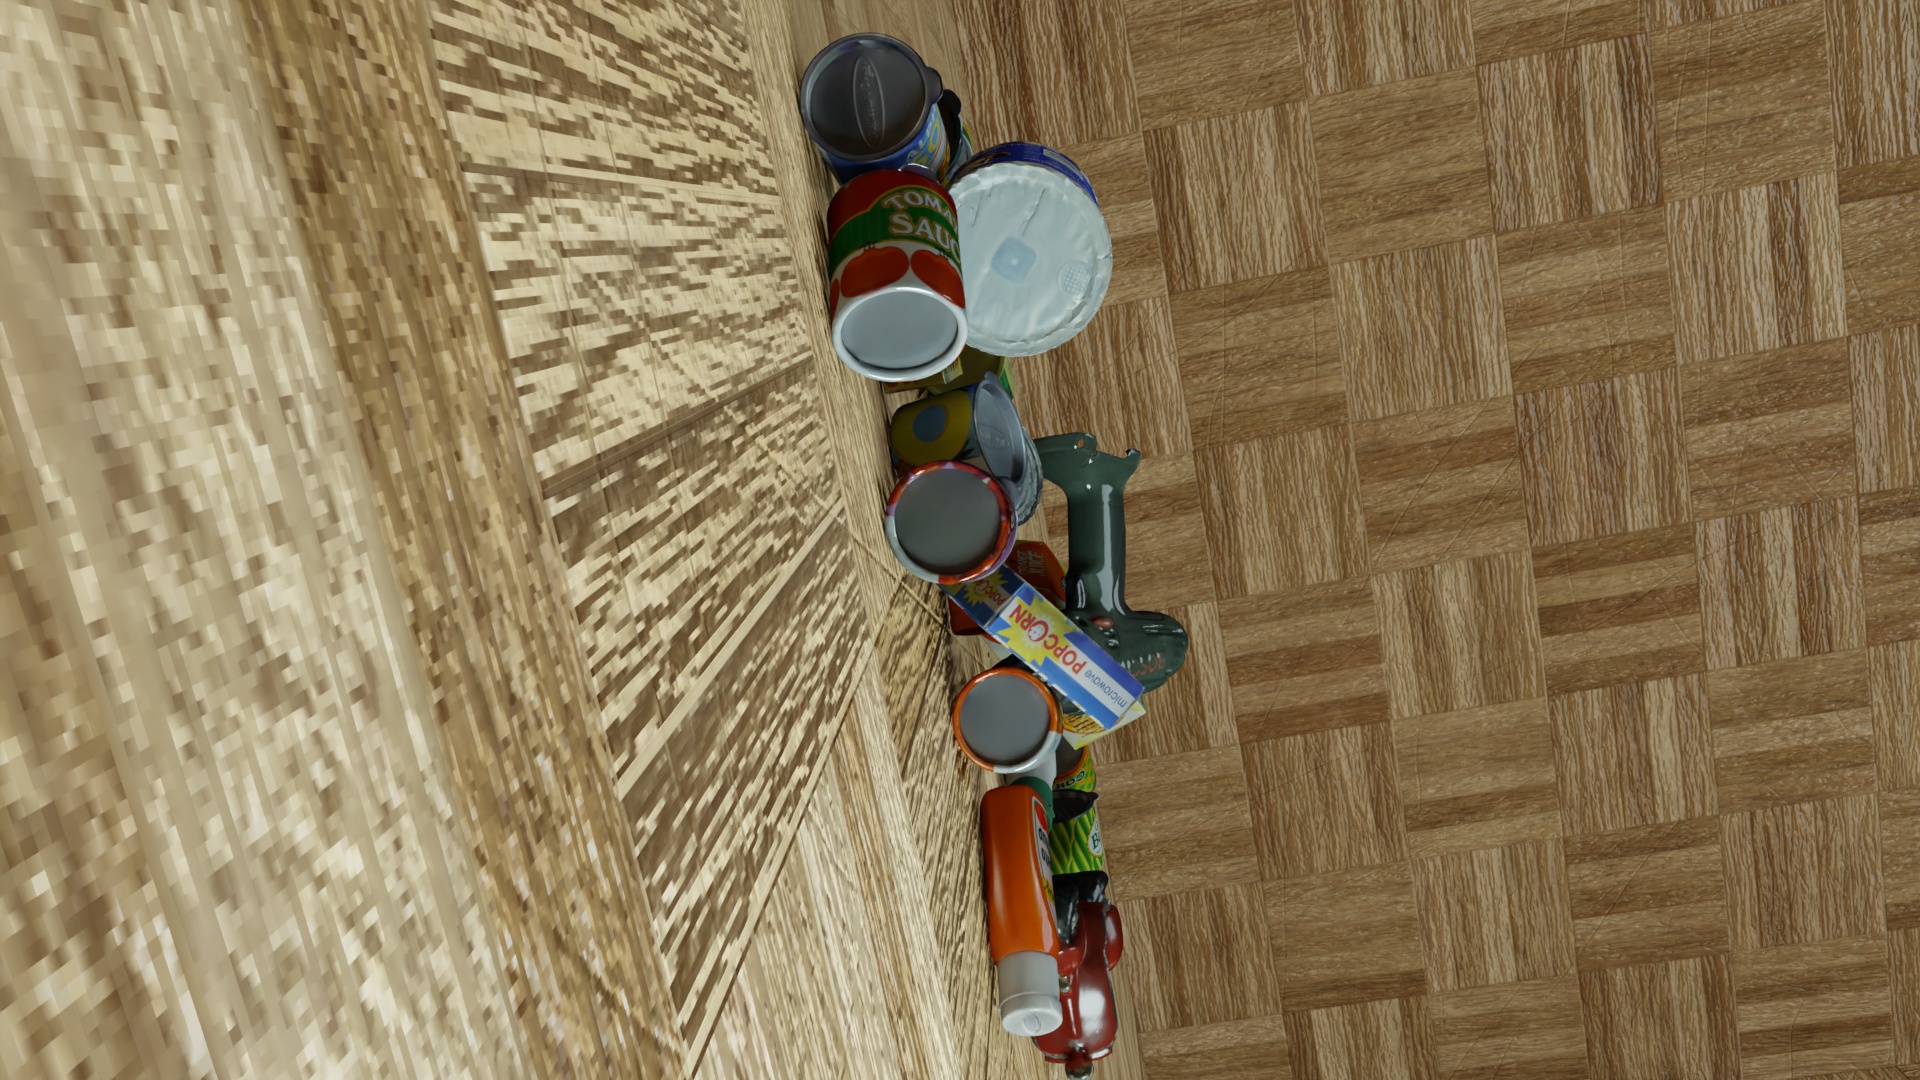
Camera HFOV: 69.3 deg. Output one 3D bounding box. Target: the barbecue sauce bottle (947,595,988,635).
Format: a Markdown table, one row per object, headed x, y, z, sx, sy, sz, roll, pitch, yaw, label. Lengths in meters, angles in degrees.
| x | y | z | sx | sy | sz | roll | pitch | yaw | label |
| --- | --- | --- | --- | --- | --- | --- | --- | --- | --- |
| 0.003 | -0.012 | 0.935 | 0.065 | 0.043 | 0.149 | 29 | 51 | -68 | barbecue sauce bottle |

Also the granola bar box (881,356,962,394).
| x | y | z | sx | sy | sz | roll | pitch | yaw | label |
| --- | --- | --- | --- | --- | --- | --- | --- | --- | --- |
| -0.037 | -0.176 | 0.842 | 0.124 | 0.039 | 0.165 | -63 | 142 | -79 | granola bar box |

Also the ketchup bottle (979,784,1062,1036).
| x | y | z | sx | sy | sz | roll | pitch | yaw | label |
| --- | --- | --- | --- | --- | --- | --- | --- | --- | --- |
| 0.038 | 0.230 | 0.866 | 0.064 | 0.043 | 0.149 | 75 | 8 | -46 | ketchup bottle |

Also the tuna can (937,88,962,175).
| x | y | z | sx | sy | sz | roll | pitch | yaw | label |
| --- | --- | --- | --- | --- | --- | --- | --- | --- | --- |
| -0.029 | -0.268 | 0.916 | 0.033 | 0.071 | 0.071 | -70 | 150 | -82 | tuna can |

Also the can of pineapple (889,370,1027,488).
| x | y | z | sx | sy | sz | roll | pitch | yaw | label |
| --- | --- | --- | --- | --- | --- | --- | --- | --- | --- |
| -0.001 | -0.057 | 0.811 | 0.071 | 0.058 | 0.071 | 40 | 43 | -51 | can of pineapple |

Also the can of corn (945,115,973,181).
| x | y | z | sx | sy | sz | roll | pitch | yaw | label |
| --- | --- | --- | --- | --- | --- | --- | --- | --- | --- |
| -0.024 | -0.283 | 1.027 | 0.058 | 0.071 | 0.071 | -90 | 169 | -62 | can of corn |

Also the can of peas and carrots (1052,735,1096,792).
| x | y | z | sx | sy | sz | roll | pitch | yaw | label |
| --- | --- | --- | --- | --- | --- | --- | --- | --- | --- |
| 0.092 | 0.215 | 1.314 | 0.058 | 0.071 | 0.071 | 73 | 9 | -46 | can of peas and carrots |

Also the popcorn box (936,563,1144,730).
| x | y | z | sx | sy | sz | roll | pitch | yaw | label |
| --- | --- | --- | --- | --- | --- | --- | --- | --- | --- |
| 0.048 | 0.057 | 0.865 | 0.126 | 0.038 | 0.085 | 41 | 0 | -32 | popcorn box |

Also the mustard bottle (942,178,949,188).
| x | y | z | sx | sy | sz | roll | pitch | yaw | label |
| --- | --- | --- | --- | --- | --- | --- | --- | --- | --- |
| -0.011 | -0.186 | 0.951 | 0.065 | 0.049 | 0.161 | 86 | -11 | -50 | mustard bottle |

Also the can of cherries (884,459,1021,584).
| x | y | z | sx | sy | sz | roll | pitch | yaw | label |
| --- | --- | --- | --- | --- | --- | --- | --- | --- | --- |
| -0.002 | -0.012 | 0.744 | 0.058 | 0.071 | 0.071 | 11 | 69 | -83 | can of cherries |

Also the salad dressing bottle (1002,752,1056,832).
| x | y | z | sx | sy | sz | roll | pitch | yaw | label |
| --- | --- | --- | --- | --- | --- | --- | --- | --- | --- |
| 0.054 | 0.183 | 1.115 | 0.148 | 0.044 | 0.064 | -85 | 160 | -65 | salad dressing bottle |

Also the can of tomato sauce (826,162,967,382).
| x | y | z | sx | sy | sz | roll | pitch | yaw | label |
| --- | --- | --- | --- | --- | --- | --- | --- | --- | --- |
| -0.030 | -0.130 | 0.677 | 0.071 | 0.071 | 0.083 | 73 | 10 | -53 | can of tomato sauce |

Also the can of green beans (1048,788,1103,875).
| x | y | z | sx | sy | sz | roll | pitch | yaw | label |
| --- | --- | --- | --- | --- | --- | --- | --- | --- | --- |
| 0.087 | 0.253 | 1.190 | 0.071 | 0.071 | 0.057 | -77 | 157 | -76 | can of green beans |

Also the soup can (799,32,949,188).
| x | y | z | sx | sy | sz | roll | pitch | yaw | label |
| --- | --- | --- | --- | --- | --- | --- | --- | --- | --- |
| -0.039 | -0.213 | 0.719 | 0.083 | 0.071 | 0.071 | 41 | 40 | -82 | soup can |

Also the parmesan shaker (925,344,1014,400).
| x | y | z | sx | sy | sz | roll | pitch | yaw | label |
| --- | --- | --- | --- | --- | --- | --- | --- | --- | --- |
| 0.006 | -0.122 | 1.030 | 0.103 | 0.071 | 0.071 | 49 | 32 | -81 | parmesan shaker |

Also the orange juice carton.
| x | y | z | sx | sy | sz | roll | pitch | yaw | label |
| --- | --- | --- | --- | --- | --- | --- | --- | --- | --- |
| 0.071 | 0.074 | 1.138 | 0.192 | 0.073 | 0.072 | 51 | 20 | -25 | orange juice carton |

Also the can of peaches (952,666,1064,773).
| x | y | z | sx | sy | sz | roll | pitch | yaw | label |
| --- | --- | --- | --- | --- | --- | --- | --- | --- | --- |
| 0.029 | 0.112 | 0.878 | 0.058 | 0.071 | 0.071 | 50 | 31 | -78 | can of peaches |
